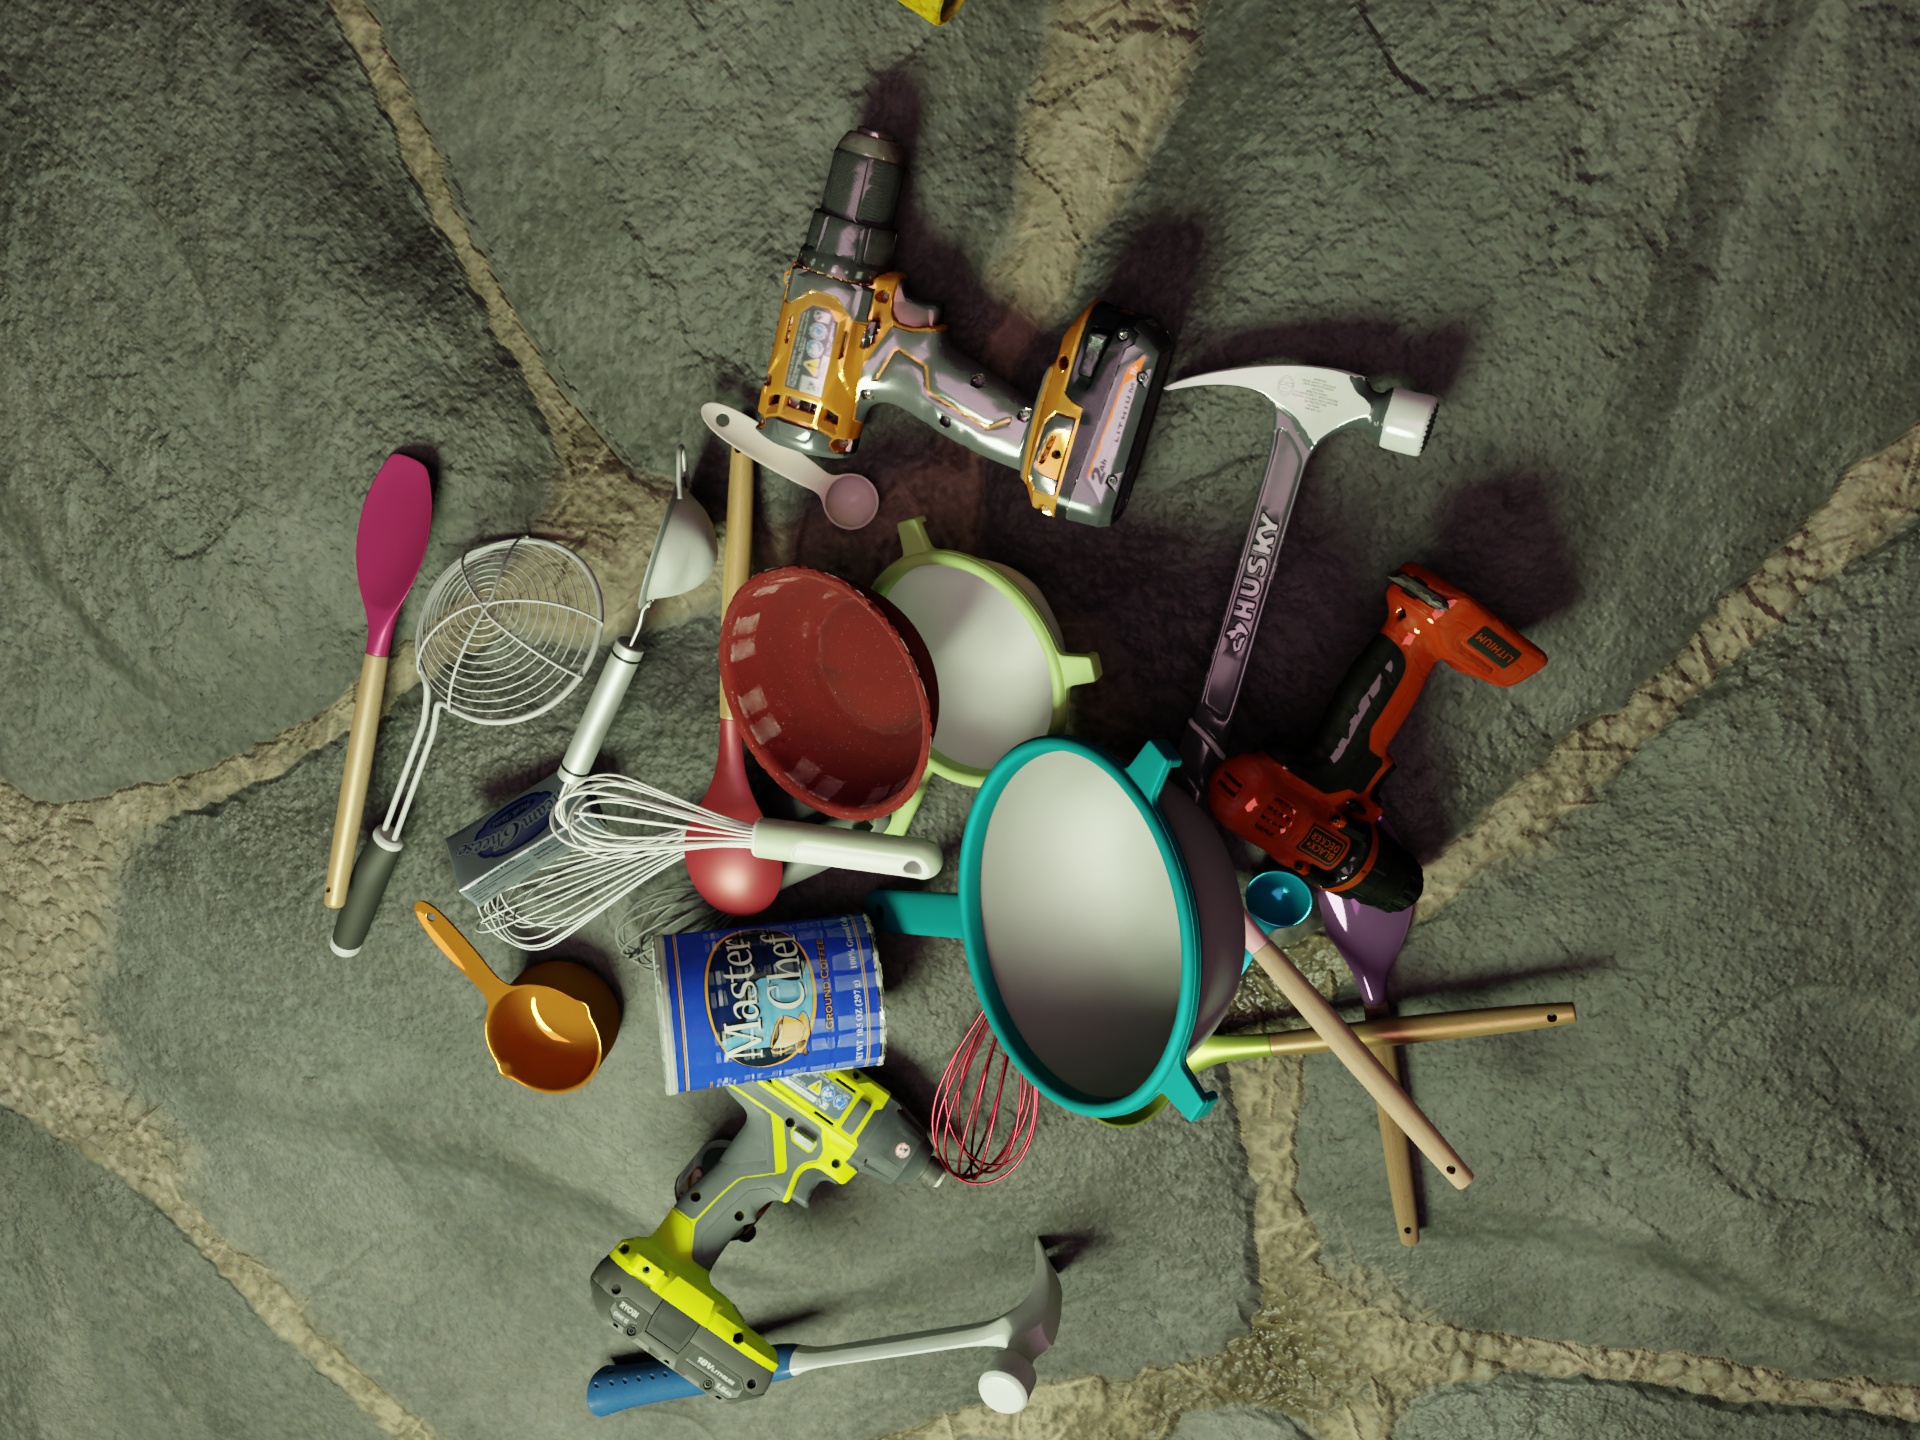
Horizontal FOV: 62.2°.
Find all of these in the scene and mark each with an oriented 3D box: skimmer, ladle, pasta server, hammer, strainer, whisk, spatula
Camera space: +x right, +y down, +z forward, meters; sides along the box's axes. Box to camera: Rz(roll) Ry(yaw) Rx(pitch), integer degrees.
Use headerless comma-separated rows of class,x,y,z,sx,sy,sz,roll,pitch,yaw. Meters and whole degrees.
skimmer,-0.351,0.033,1.092,0.127,0.090,0.363,46,125,19
ladle,-0.142,-0.027,1.004,0.069,0.031,0.315,5,98,16
pasta server,0.203,0.163,0.984,0.060,0.040,0.316,-44,80,21
ladle,0.223,0.207,1.011,0.320,0.062,0.078,-10,95,19
hammer,0.147,-0.010,0.942,0.149,0.036,0.409,19,106,16
strainer,-0.205,-0.051,1.006,0.050,0.087,0.258,26,112,-9
strainer,-0.002,-0.003,0.998,0.151,0.069,0.256,39,132,16
whisk,-0.141,0.109,1.060,0.239,0.055,0.055,-29,101,24
spatula,0.275,0.204,1.033,0.060,0.018,0.315,-7,107,14
whisk,-0.132,0.071,0.975,0.246,0.059,0.057,7,132,6
hammer,-0.107,0.463,1.164,0.405,0.144,0.035,-19,102,26
strainer,0.059,0.114,0.953,0.340,0.095,0.211,-8,88,58
whisk,-0.204,0.089,1.071,0.284,0.070,0.070,-22,104,13
whisk,0.034,0.180,1.056,0.073,0.073,0.295,13,105,7

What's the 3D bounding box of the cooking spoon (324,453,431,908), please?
cooking spoon,-0.396,-0.021,1.069,0.069,0.017,0.319,23,105,29

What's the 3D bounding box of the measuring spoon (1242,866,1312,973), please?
measuring spoon,0.185,0.141,1.034,0.042,0.021,0.128,30,121,1

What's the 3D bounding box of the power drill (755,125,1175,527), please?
power drill,0.004,-0.222,0.909,0.226,0.084,0.185,19,110,9

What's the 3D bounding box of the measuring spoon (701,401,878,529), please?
measuring spoon,-0.105,-0.159,0.979,0.124,0.018,0.034,32,92,-4

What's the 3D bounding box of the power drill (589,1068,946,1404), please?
power drill,-0.128,0.334,1.078,0.171,0.080,0.223,35,73,0

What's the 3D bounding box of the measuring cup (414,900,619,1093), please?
measuring cup,-0.315,0.184,1.131,0.095,0.052,0.173,-39,96,21
